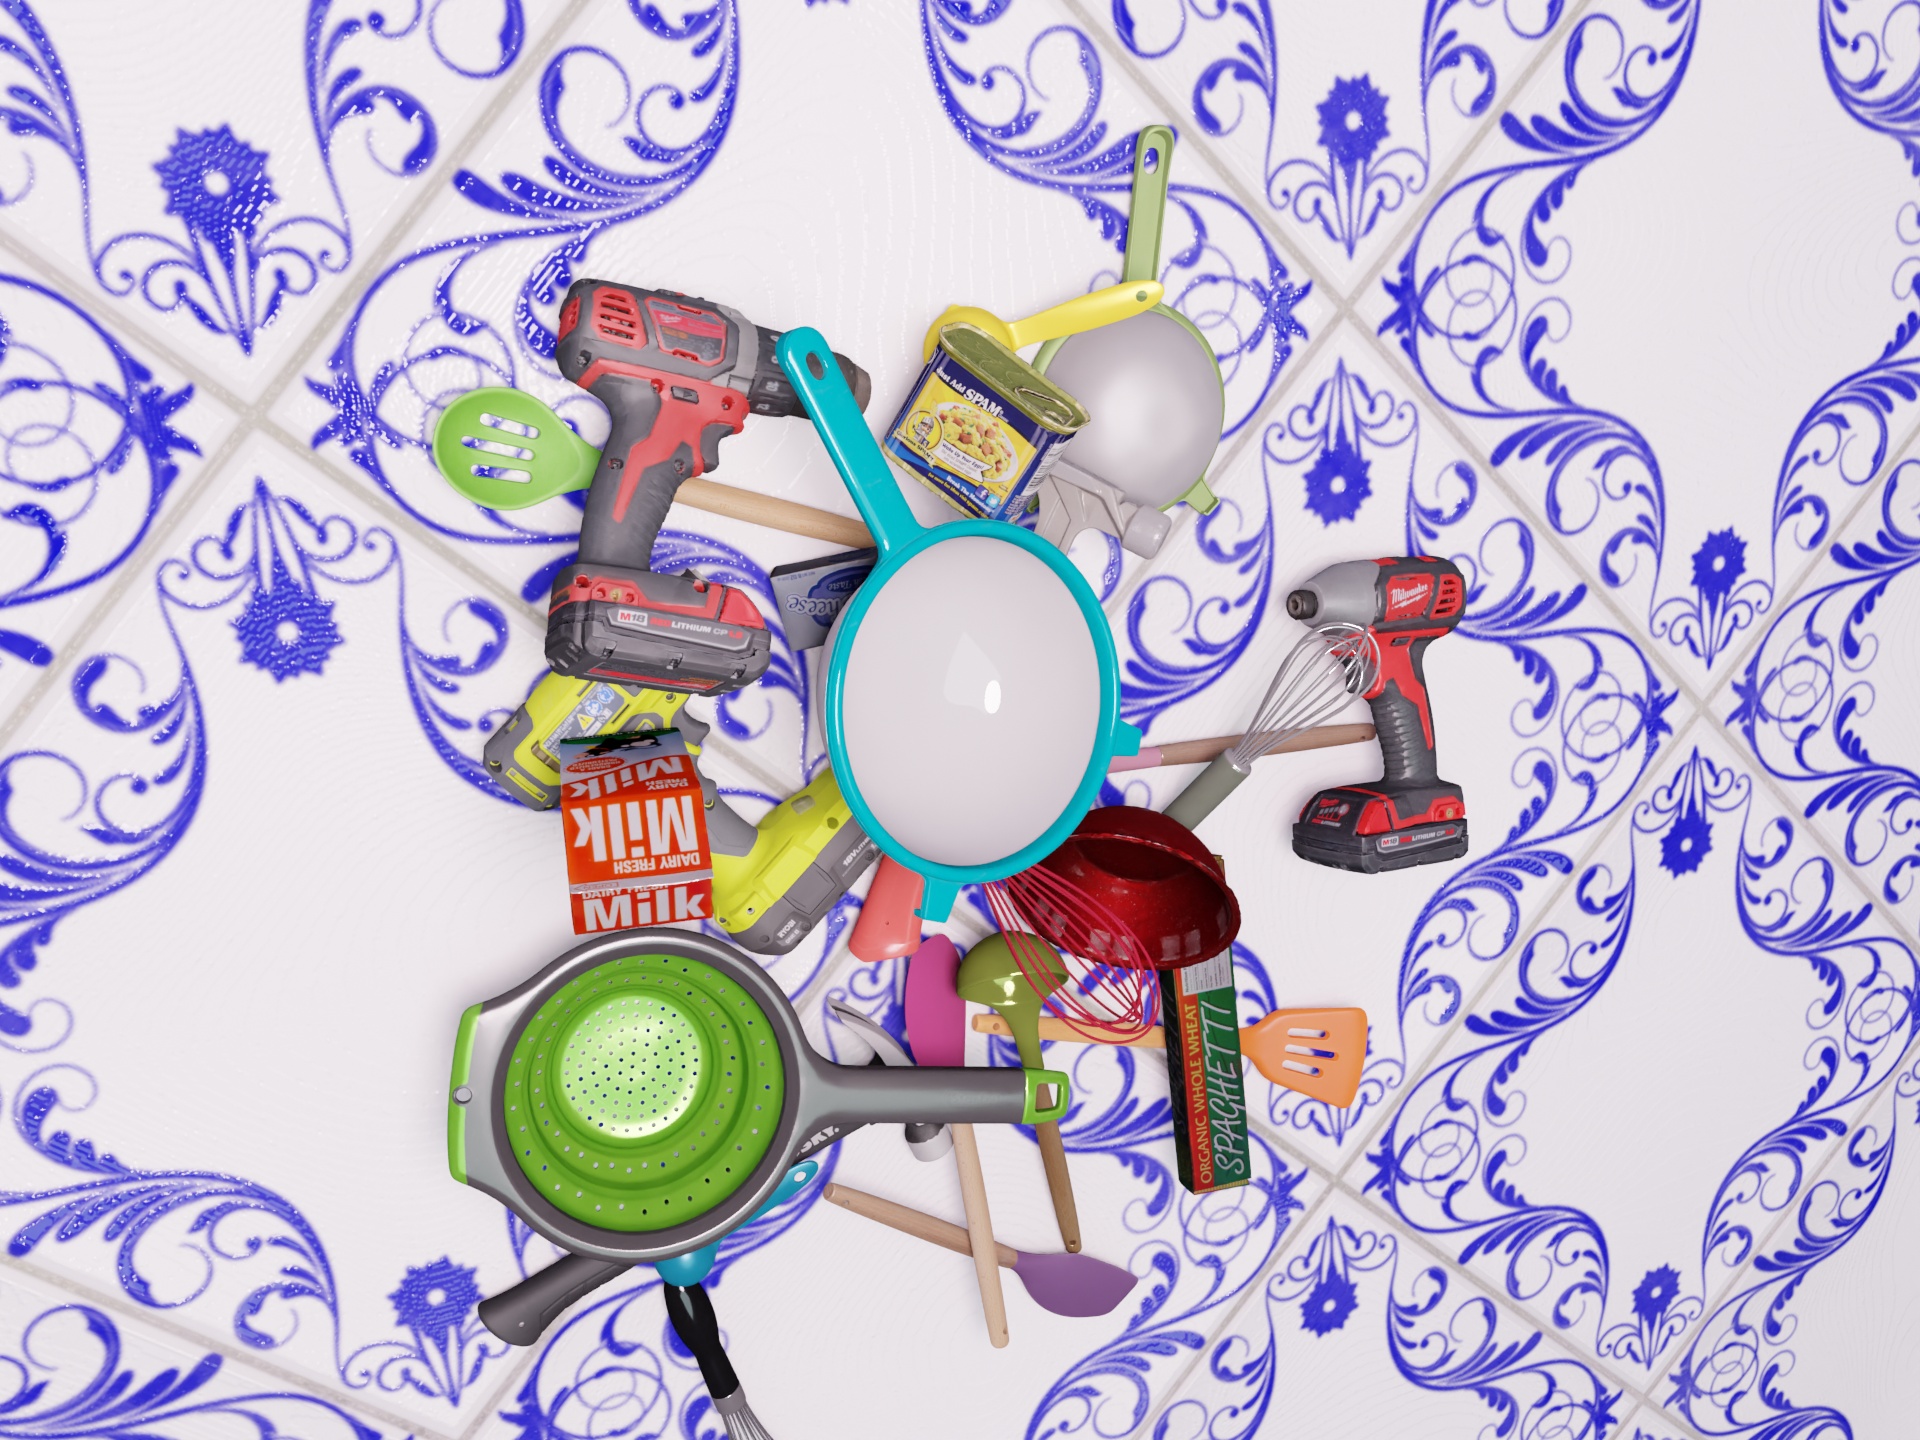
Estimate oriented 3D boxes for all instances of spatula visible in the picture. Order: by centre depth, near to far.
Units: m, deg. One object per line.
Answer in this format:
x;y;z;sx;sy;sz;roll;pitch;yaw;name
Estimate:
0.018;0.396;1.184;0.315;0.018;0.060;33;103;-34;spatula
0.161;0.241;1.199;0.322;0.041;0.081;9;92;-22;spatula

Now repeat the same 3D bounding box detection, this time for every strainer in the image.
-0.038;-0.066;0.929;0.211;0.095;0.340;-38;113;-28;strainer
0.124;-0.248;1.022;0.151;0.069;0.256;-2;108;-21;strainer

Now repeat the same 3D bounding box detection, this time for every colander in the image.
-0.126;0.235;1.035;0.397;0.094;0.204;5;88;-18;colander

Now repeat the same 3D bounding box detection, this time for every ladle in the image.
0.058;0.280;1.148;0.078;0.062;0.320;-10;119;4;ladle

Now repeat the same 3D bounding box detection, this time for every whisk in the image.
0.017;0.086;1.009;0.073;0.073;0.296;-41;80;-6;whisk
0.198;0.022;1.103;0.057;0.059;0.246;36;118;-10;whisk
-0.157;0.514;1.149;0.070;0.070;0.284;-23;108;-14;whisk

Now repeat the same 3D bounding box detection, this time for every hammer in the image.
-0.002;-0.003;1.047;0.149;0.037;0.359;26;105;9;hammer
-0.174;0.322;1.095;0.335;0.035;0.146;-29;115;-11;hammer

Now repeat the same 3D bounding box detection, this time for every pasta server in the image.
0.168;0.029;1.141;0.316;0.040;0.060;-6;136;-22;pasta server

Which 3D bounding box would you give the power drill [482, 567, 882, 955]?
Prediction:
-0.156;0.028;0.992;0.223;0.080;0.171;43;88;-23;power drill

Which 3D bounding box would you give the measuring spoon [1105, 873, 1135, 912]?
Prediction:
0.143;0.155;1.182;0.021;0.011;0.116;-42;115;-6;measuring spoon

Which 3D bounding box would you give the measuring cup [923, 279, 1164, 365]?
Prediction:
0.051;-0.241;0.985;0.156;0.029;0.062;-16;113;10;measuring cup

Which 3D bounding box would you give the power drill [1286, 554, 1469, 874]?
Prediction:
0.297;-0.007;1.144;0.143;0.079;0.219;-5;97;-28;power drill

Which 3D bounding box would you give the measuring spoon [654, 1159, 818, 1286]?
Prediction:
-0.149;0.342;1.079;0.128;0.021;0.042;-34;116;-7;measuring spoon

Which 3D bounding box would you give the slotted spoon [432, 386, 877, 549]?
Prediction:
-0.161;-0.136;0.967;0.313;0.031;0.070;11;94;-26;slotted spoon

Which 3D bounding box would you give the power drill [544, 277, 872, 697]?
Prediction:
-0.145;-0.132;0.918;0.187;0.080;0.227;8;78;-27;power drill

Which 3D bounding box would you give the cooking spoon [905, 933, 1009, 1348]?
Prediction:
0.004;0.306;1.138;0.069;0.017;0.318;-24;109;-50;cooking spoon
